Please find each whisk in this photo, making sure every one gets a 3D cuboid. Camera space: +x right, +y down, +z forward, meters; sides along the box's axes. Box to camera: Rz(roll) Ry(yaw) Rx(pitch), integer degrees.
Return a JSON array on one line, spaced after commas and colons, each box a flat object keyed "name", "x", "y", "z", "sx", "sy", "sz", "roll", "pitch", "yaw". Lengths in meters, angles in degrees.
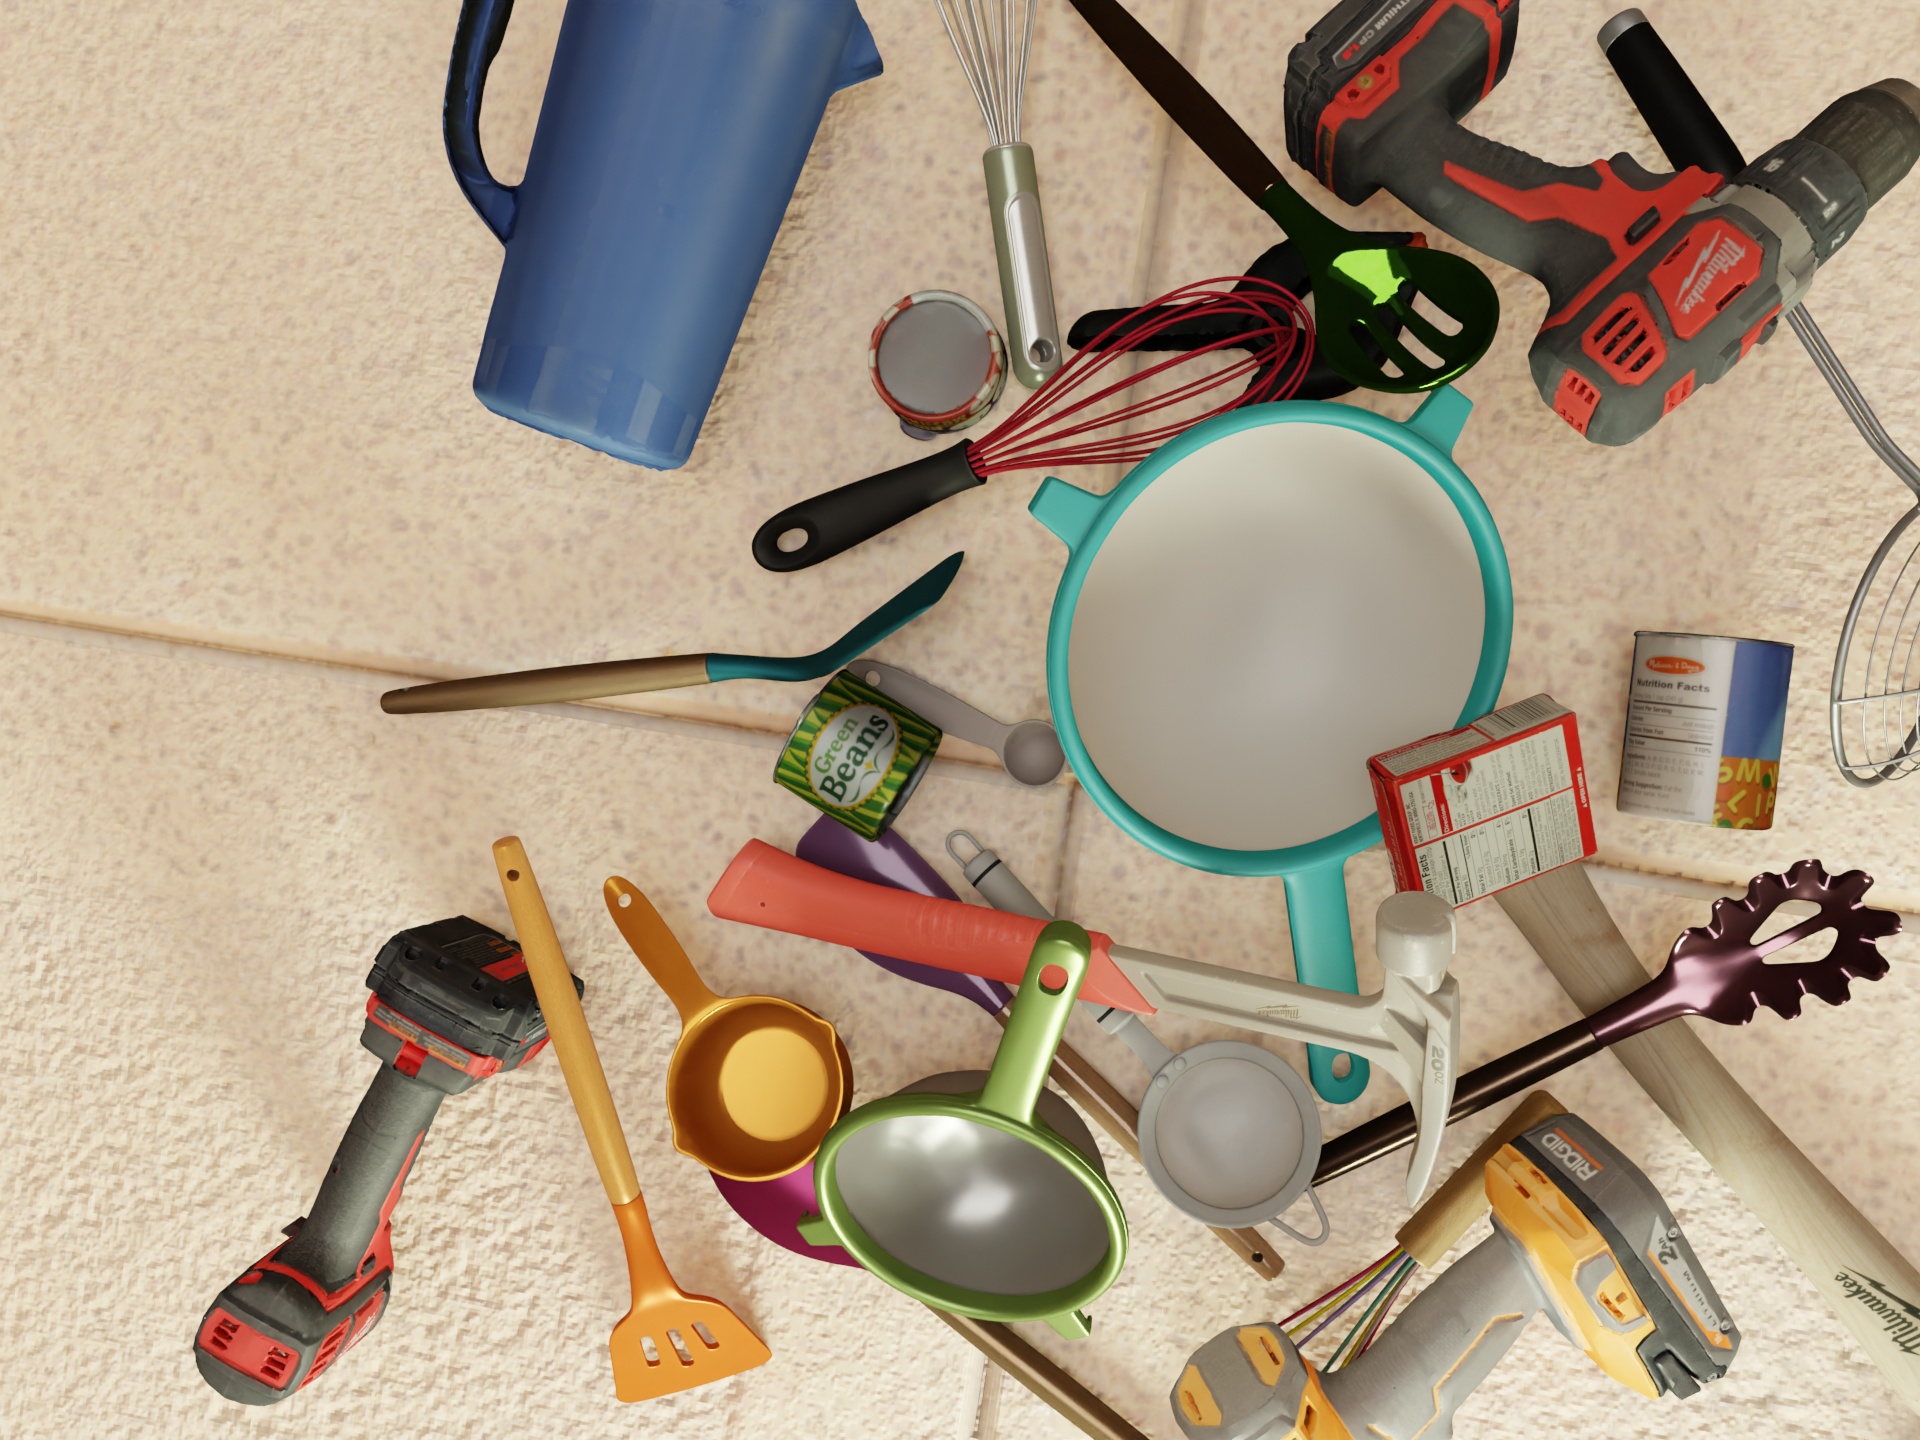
[{"name": "whisk", "x": 0.198, "y": 0.268, "z": 0.758, "sx": 0.047, "sy": 0.051, "sz": 0.245, "roll": 43, "pitch": 93, "yaw": 11}, {"name": "whisk", "x": 0.022, "y": -0.284, "z": 0.771, "sx": 0.057, "sy": 0.059, "sz": 0.246, "roll": -10, "pitch": 94, "yaw": -19}, {"name": "whisk", "x": 0.024, "y": -0.128, "z": 0.746, "sx": 0.296, "sy": 0.073, "sz": 0.073, "roll": -19, "pitch": 88, "yaw": 24}]

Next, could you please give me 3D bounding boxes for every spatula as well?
[{"name": "spatula", "x": 0.038, "y": 0.162, "z": 0.790, "sx": 0.316, "sy": 0.018, "sz": 0.060, "roll": 43, "pitch": 99, "yaw": 6}, {"name": "spatula", "x": -0.166, "y": 0.199, "z": 0.752, "sx": 0.081, "sy": 0.041, "sz": 0.322, "roll": -15, "pitch": 108, "yaw": -5}, {"name": "spatula", "x": -0.151, "y": -0.035, "z": 0.799, "sx": 0.317, "sy": 0.082, "sz": 0.044, "roll": -6, "pitch": 113, "yaw": 13}]

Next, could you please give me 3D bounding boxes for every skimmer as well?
[{"name": "skimmer", "x": 0.360, "y": -0.150, "z": 0.719, "sx": 0.090, "sy": 0.127, "sz": 0.363, "roll": -40, "pitch": 69, "yaw": 50}]

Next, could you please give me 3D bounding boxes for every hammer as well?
[{"name": "hammer", "x": 0.044, "y": 0.117, "z": 0.733, "sx": 0.359, "sy": 0.037, "sz": 0.149, "roll": 9, "pitch": 123, "yaw": 25}, {"name": "hammer", "x": 0.350, "y": 0.196, "z": 0.737, "sx": 0.146, "sy": 0.038, "sz": 0.411, "roll": -40, "pitch": 85, "yaw": 8}]

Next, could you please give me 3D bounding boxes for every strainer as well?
[{"name": "strainer", "x": 0.083, "y": 0.148, "z": 0.773, "sx": 0.087, "sy": 0.050, "sz": 0.258, "roll": -43, "pitch": 79, "yaw": 1}, {"name": "strainer", "x": 0.021, "y": 0.172, "z": 0.728, "sx": 0.151, "sy": 0.069, "sz": 0.256, "roll": 19, "pitch": 126, "yaw": 5}, {"name": "strainer", "x": 0.145, "y": 0.016, "z": 0.744, "sx": 0.211, "sy": 0.095, "sz": 0.340, "roll": -15, "pitch": 111, "yaw": -7}]

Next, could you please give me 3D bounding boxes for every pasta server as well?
[{"name": "pasta server", "x": 0.261, "y": 0.154, "z": 0.719, "sx": 0.316, "sy": 0.040, "sz": 0.060, "roll": -33, "pitch": 73, "yaw": 20}]

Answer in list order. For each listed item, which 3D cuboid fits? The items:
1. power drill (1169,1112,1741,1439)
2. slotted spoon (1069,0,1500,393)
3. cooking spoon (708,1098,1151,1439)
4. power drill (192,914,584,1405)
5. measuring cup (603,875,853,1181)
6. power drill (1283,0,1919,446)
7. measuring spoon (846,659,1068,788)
[{"name": "power drill", "x": 0.229, "y": 0.307, "z": 0.713, "sx": 0.226, "sy": 0.084, "sz": 0.185, "roll": -35, "pitch": 108, "yaw": -2}, {"name": "slotted spoon", "x": 0.127, "y": -0.250, "z": 0.708, "sx": 0.070, "sy": 0.031, "sz": 0.314, "roll": -36, "pitch": 62, "yaw": 6}, {"name": "cooking spoon", "x": 0.003, "y": 0.299, "z": 0.797, "sx": 0.319, "sy": 0.017, "sz": 0.069, "roll": 36, "pitch": 96, "yaw": 7}, {"name": "power drill", "x": -0.278, "y": 0.212, "z": 0.781, "sx": 0.078, "sy": 0.143, "sz": 0.219, "roll": 28, "pitch": 88, "yaw": 2}, {"name": "measuring cup", "x": -0.122, "y": 0.149, "z": 0.798, "sx": 0.095, "sy": 0.052, "sz": 0.174, "roll": -38, "pitch": 74, "yaw": -3}, {"name": "power drill", "x": 0.272, "y": -0.249, "z": 0.684, "sx": 0.188, "sy": 0.080, "sz": 0.227, "roll": -42, "pitch": 71, "yaw": 1}, {"name": "measuring spoon", "x": -0.001, "y": -0.003, "z": 0.797, "sx": 0.124, "sy": 0.018, "sz": 0.034, "roll": 25, "pitch": 101, "yaw": 14}]
